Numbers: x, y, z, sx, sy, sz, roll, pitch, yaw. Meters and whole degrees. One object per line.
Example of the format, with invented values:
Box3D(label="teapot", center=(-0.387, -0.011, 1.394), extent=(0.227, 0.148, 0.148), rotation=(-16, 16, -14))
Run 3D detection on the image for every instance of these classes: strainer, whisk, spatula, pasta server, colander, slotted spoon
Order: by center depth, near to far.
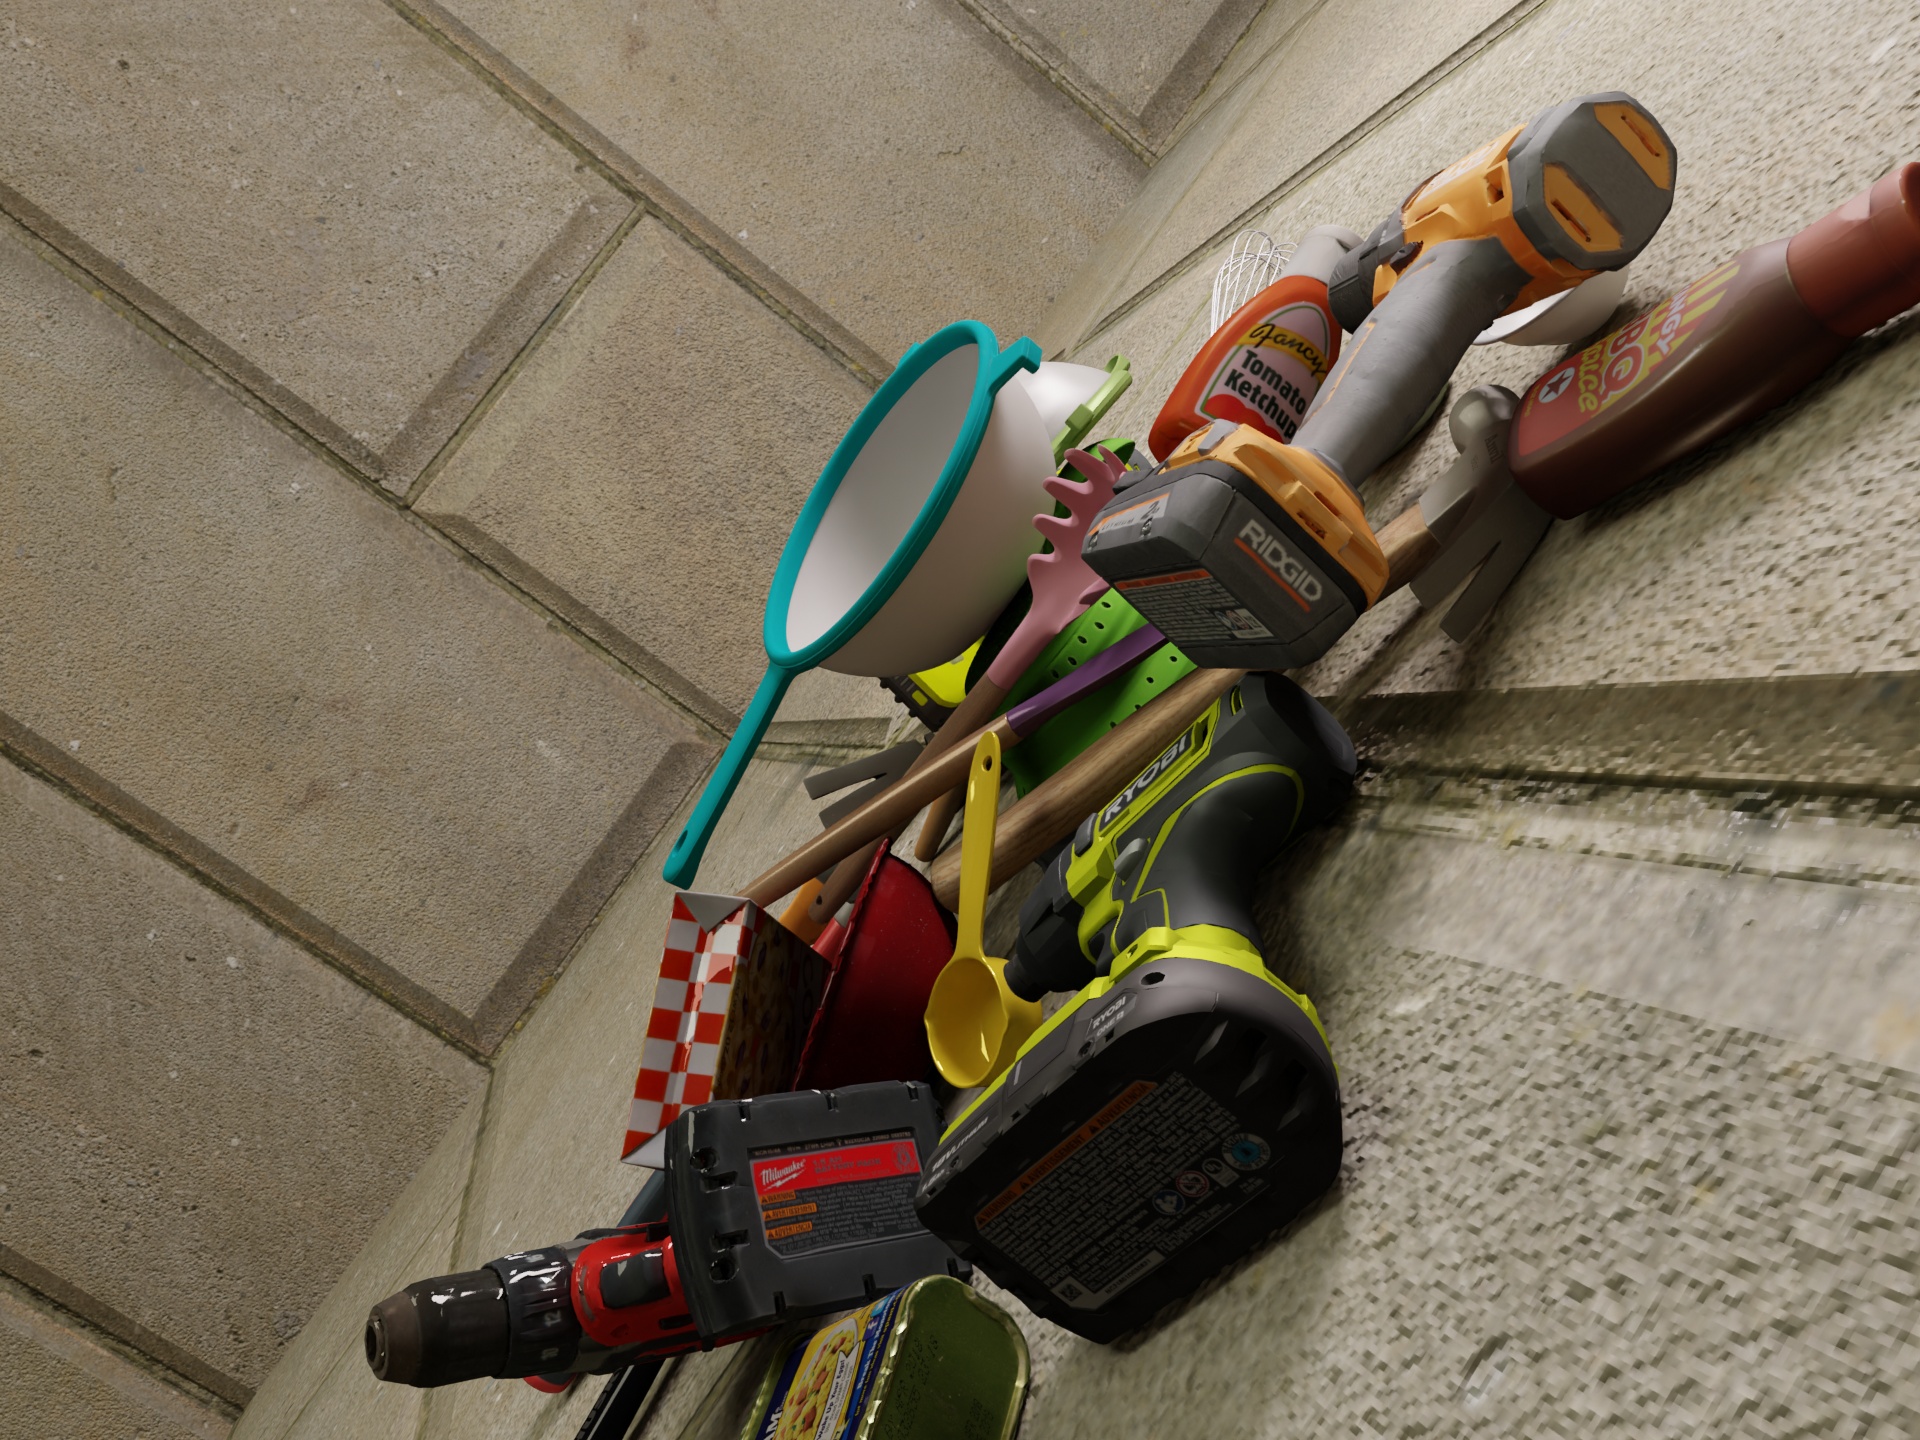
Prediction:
Box3D(label="strainer", center=(0.210, -0.166, 0.717), extent=(0.258, 0.050, 0.087), rotation=(-23, 30, 47))
Box3D(label="spatula", center=(0.005, 0.016, 0.745), extent=(0.316, 0.018, 0.060), rotation=(-34, 4, 22))
Box3D(label="pasta server", center=(-0.001, -0.002, 0.780), extent=(0.316, 0.040, 0.060), rotation=(-53, 46, 31))
Box3D(label="strainer", center=(-0.044, -0.046, 0.862), extent=(0.340, 0.095, 0.211), rotation=(-62, 23, 1))
Box3D(label="colander", center=(0.089, -0.079, 0.896), extent=(0.204, 0.094, 0.397), rotation=(-44, 14, 38))
Box3D(label="slotted spoon", center=(0.030, -0.039, 0.987), extent=(0.070, 0.031, 0.313), rotation=(-30, -33, -59))
Box3D(label="strainer", center=(0.050, -0.201, 1.016), extent=(0.151, 0.069, 0.256), rotation=(-45, 7, 37))
Box3D(label="whisk", center=(0.188, -0.246, 1.129), extent=(0.070, 0.070, 0.285), rotation=(-36, 25, 56))

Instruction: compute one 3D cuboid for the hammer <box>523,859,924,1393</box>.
Box3D(label="hammer", center=(-0.155, 0.244, 0.950), extent=(0.386, 0.038, 0.143), rotation=(-55, -15, 4))

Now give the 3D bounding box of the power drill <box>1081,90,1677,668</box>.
Box3D(label="power drill", center=(0.148, -0.127, 0.617), extent=(0.226, 0.084, 0.185), rotation=(-50, 11, -7))

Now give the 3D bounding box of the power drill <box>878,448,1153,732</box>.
Box3D(label="power drill", center=(0.035, -0.097, 1.144), extent=(0.228, 0.080, 0.190), rotation=(-46, -2, 30))

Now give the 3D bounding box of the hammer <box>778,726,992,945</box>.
Box3D(label="hammer", center=(-0.074, 0.089, 1.028), extent=(0.127, 0.034, 0.336), rotation=(-21, -15, -27))

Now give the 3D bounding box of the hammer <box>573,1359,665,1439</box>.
Box3D(label="hammer", center=(-0.155, 0.314, 0.845), extent=(0.146, 0.035, 0.335), rotation=(-34, 21, 56))

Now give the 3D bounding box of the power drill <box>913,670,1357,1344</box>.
Box3D(label="power drill", center=(0.061, 0.092, 0.551), extent=(0.171, 0.080, 0.223), rotation=(-46, 9, 27))

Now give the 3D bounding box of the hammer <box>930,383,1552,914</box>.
Box3D(label="hammer", center=(0.109, -0.011, 0.681), extent=(0.331, 0.031, 0.130), rotation=(-39, 17, 26))

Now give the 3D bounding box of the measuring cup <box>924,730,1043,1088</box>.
Box3D(label="measuring cup", center=(0.016, 0.083, 0.702), extent=(0.062, 0.029, 0.156), rotation=(-12, 69, 53))

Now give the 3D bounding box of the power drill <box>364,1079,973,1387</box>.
Box3D(label="power drill", center=(-0.121, 0.221, 0.646), extent=(0.226, 0.187, 0.080), rotation=(-40, 57, 45))

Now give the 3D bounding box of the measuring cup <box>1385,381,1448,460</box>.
Box3D(label="measuring cup", center=(0.231, -0.193, 0.823), extent=(0.168, 0.038, 0.083), rotation=(-58, 12, -32))
